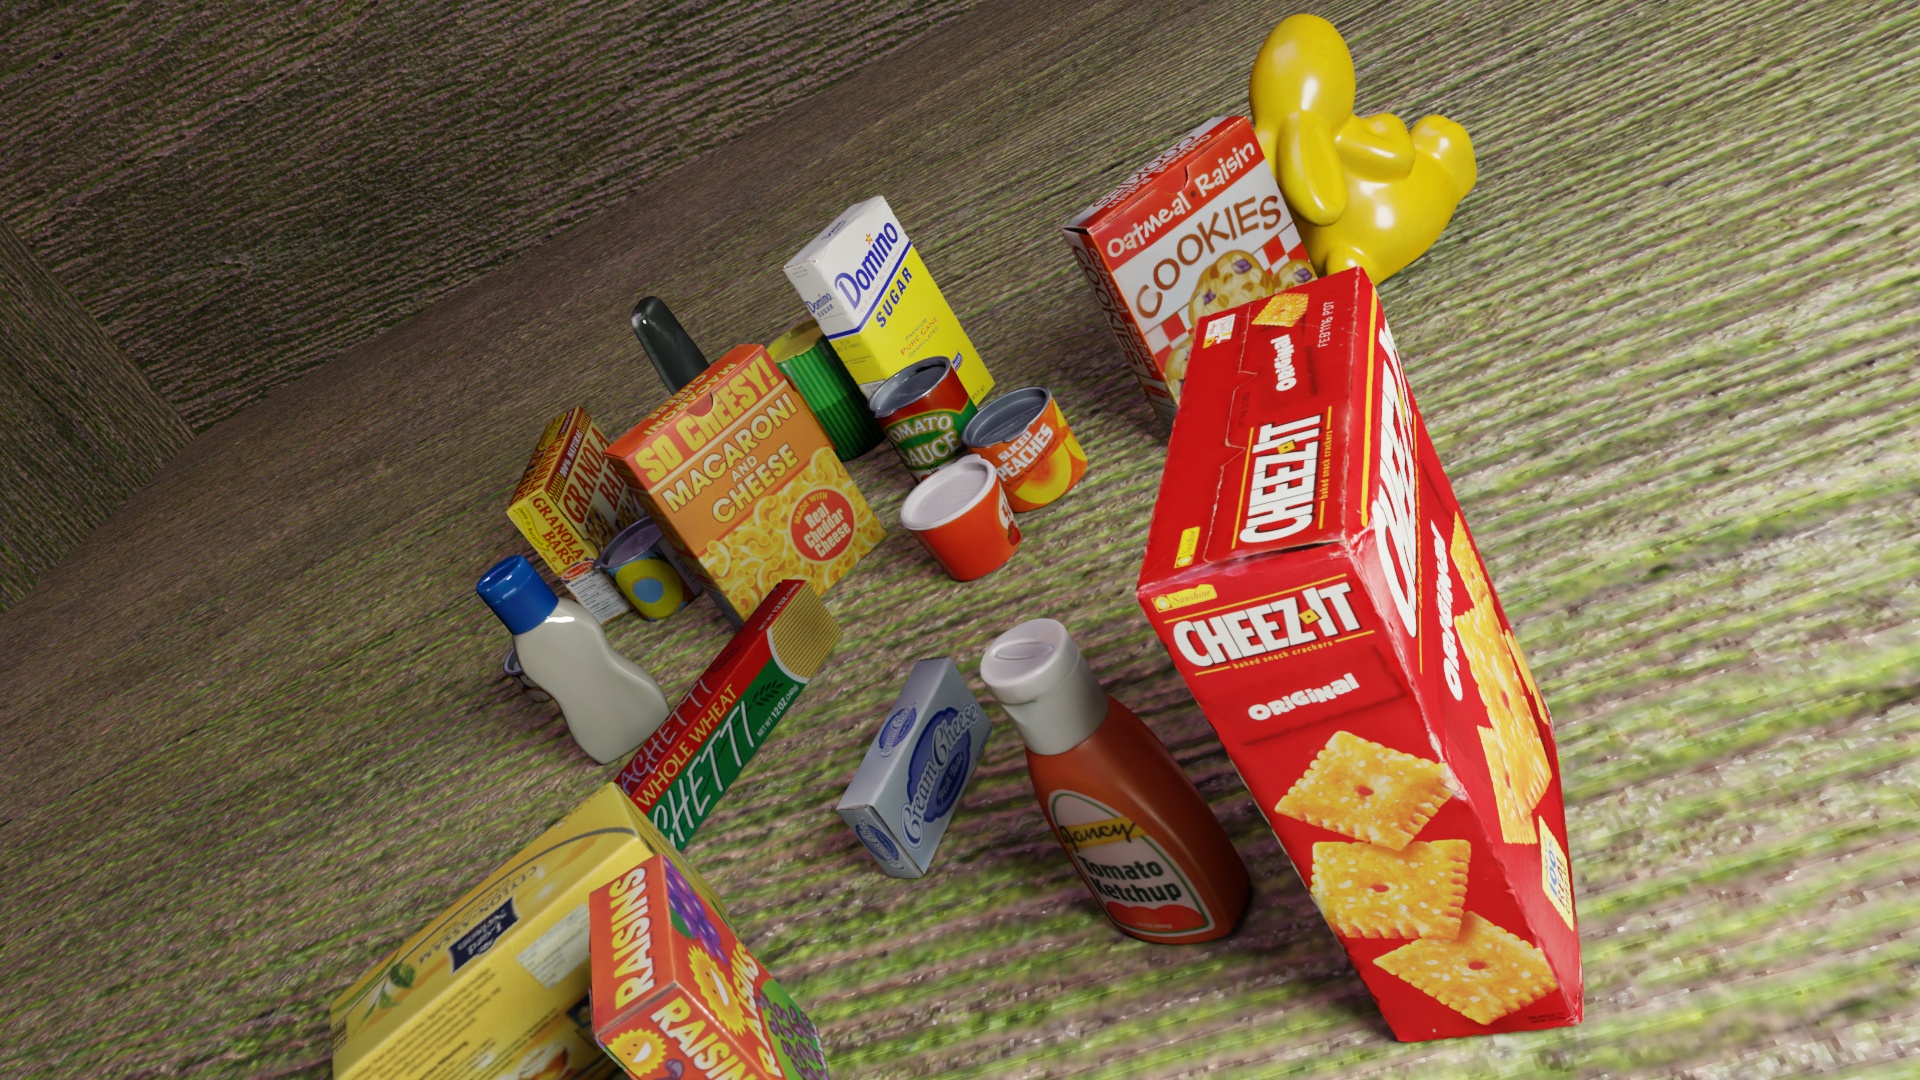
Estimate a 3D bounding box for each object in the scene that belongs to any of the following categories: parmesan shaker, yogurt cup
[{"bbox_3d":[-0.106,-0.121,1.126,0.071,0.102,0.071,-25,28,14],"label":"parmesan shaker"},{"bbox_3d":[0.003,-0.011,0.883,0.072,0.053,0.073,-25,28,14],"label":"yogurt cup"}]

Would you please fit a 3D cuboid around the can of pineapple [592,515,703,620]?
[{"bbox_3d":[-0.237,0.021,1.075,0.071,0.057,0.071,-25,28,14],"label":"can of pineapple"}]

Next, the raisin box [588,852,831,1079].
[{"bbox_3d":[-0.099,0.198,0.561,0.040,0.123,0.086,-32,27,-1],"label":"raisin box"}]

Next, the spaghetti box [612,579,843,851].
[{"bbox_3d":[-0.154,0.124,0.824,0.028,0.050,0.251,-6,37,41],"label":"spaghetti box"}]

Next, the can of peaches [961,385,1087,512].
[{"bbox_3d":[0.043,-0.059,0.918,0.071,0.058,0.071,-25,28,14],"label":"can of peaches"}]

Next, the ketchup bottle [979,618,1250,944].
[{"bbox_3d":[0.058,0.095,0.543,0.064,0.148,0.044,-8,35,39],"label":"ketchup bottle"}]

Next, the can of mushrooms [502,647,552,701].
[{"bbox_3d":[-0.311,0.090,1.062,0.071,0.033,0.071,-25,28,14],"label":"can of mushrooms"}]

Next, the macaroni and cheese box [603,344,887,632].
[{"bbox_3d":[-0.140,-0.030,0.940,0.124,0.166,0.040,-44,29,-22],"label":"macaroni and cheese box"}]

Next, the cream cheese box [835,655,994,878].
[{"bbox_3d":[-0.020,0.113,0.699,0.024,0.053,0.104,-11,33,35],"label":"cream cheese box"}]

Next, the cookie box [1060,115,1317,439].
[{"bbox_3d":[0.151,-0.151,0.840,0.123,0.167,0.040,-38,27,-12],"label":"cookie box"}]

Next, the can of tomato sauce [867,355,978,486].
[{"bbox_3d":[-0.017,-0.077,0.982,0.071,0.083,0.071,-25,28,14],"label":"can of tomato sauce"}]

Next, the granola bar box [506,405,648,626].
[{"bbox_3d":[-0.305,-0.023,1.146,0.039,0.124,0.166,-27,27,10],"label":"granola bar box"}]

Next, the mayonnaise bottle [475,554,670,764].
[{"bbox_3d":[-0.253,0.075,0.900,0.065,0.147,0.041,-35,27,-6],"label":"mayonnaise bottle"}]
